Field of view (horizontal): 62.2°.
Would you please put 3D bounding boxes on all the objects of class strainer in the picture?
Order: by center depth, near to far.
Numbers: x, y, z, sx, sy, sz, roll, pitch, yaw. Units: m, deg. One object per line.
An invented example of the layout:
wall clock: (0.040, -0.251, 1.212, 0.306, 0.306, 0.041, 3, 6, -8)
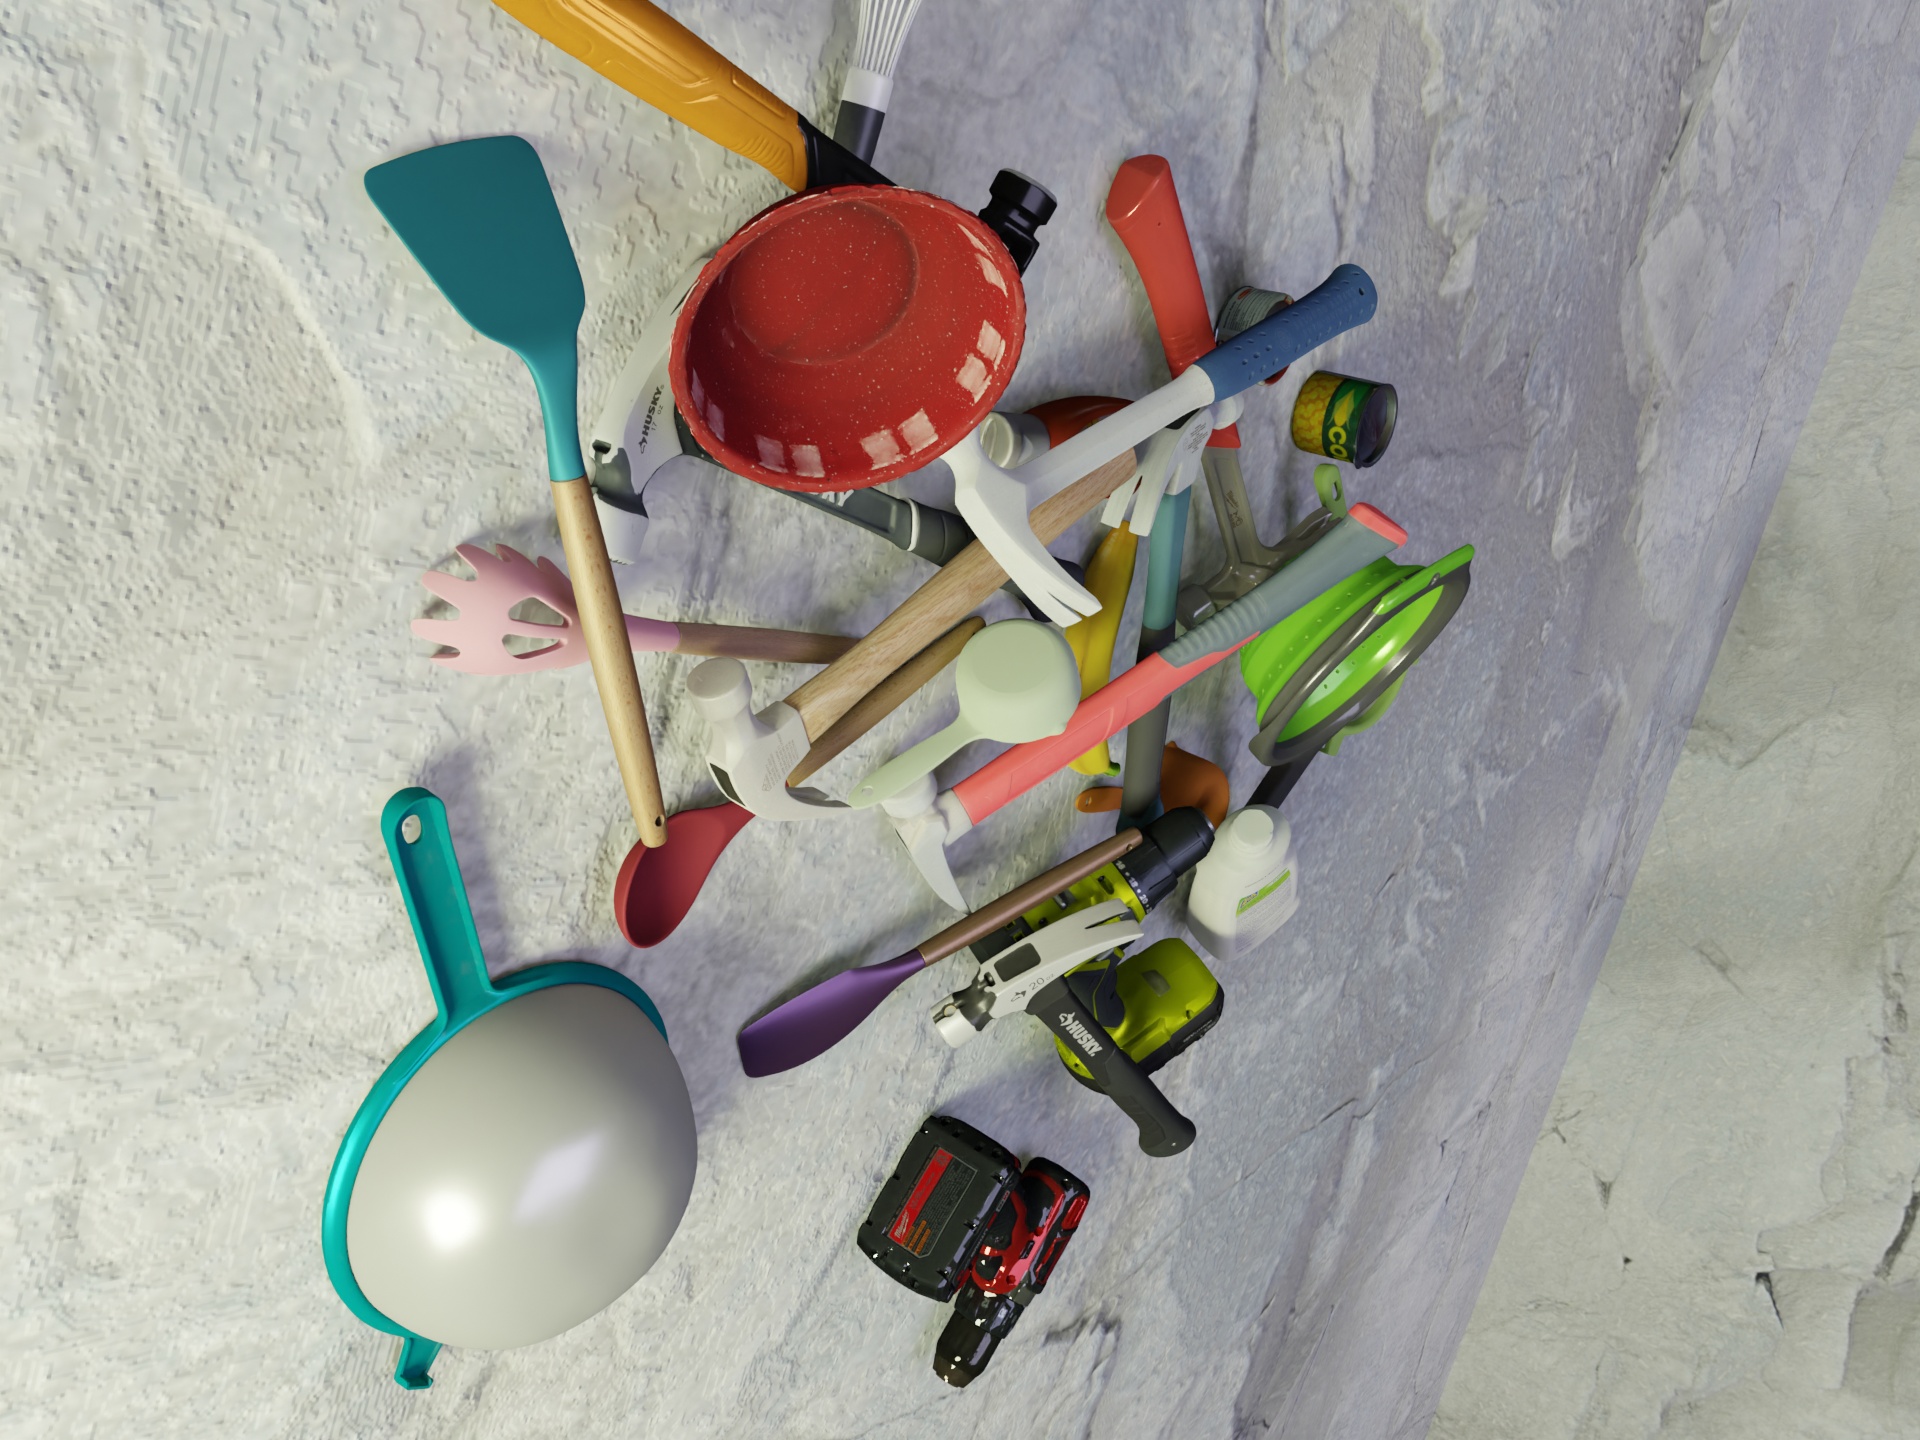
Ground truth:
strainer: (-0.208, 0.185, 0.774, 0.211, 0.095, 0.340, -35, 135, -38)
strainer: (0.307, -0.107, 1.331, 0.151, 0.069, 0.256, -43, 130, -27)

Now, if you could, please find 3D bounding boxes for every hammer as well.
hammer: (-0.093, -0.254, 0.699, 0.336, 0.034, 0.127, 21, 103, -47)
hammer: (-0.041, -0.119, 0.882, 0.408, 0.036, 0.149, 14, 96, -56)
hammer: (-0.011, -0.064, 0.892, 0.331, 0.031, 0.129, -42, 140, -27)
hammer: (0.142, -0.194, 0.963, 0.405, 0.035, 0.144, -35, 97, -38)
hammer: (0.129, -0.017, 1.038, 0.386, 0.038, 0.143, -33, 138, -7)
hammer: (0.174, -0.222, 1.082, 0.149, 0.037, 0.358, -35, 135, -9)
hammer: (0.135, -0.057, 1.086, 0.128, 0.033, 0.330, -37, 139, -44)
hammer: (0.109, 0.243, 1.154, 0.146, 0.035, 0.334, -35, 137, 2)

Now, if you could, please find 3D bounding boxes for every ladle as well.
ladle: (-0.085, 0.020, 0.908, 0.315, 0.031, 0.069, -40, 142, -36)

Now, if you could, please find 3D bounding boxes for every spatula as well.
spatula: (-0.170, -0.083, 0.688, 0.082, 0.044, 0.317, -37, 129, -43)
spatula: (-0.005, 0.144, 1.036, 0.316, 0.018, 0.059, -27, 132, -25)

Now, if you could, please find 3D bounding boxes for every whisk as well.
whisk: (-0.035, -0.332, 0.755, 0.070, 0.070, 0.284, -6, 118, -52)

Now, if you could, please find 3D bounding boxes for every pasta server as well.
pasta server: (-0.135, -0.043, 0.808, 0.316, 0.040, 0.060, 1, 108, -58)

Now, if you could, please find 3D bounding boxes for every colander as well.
colander: (0.255, -0.021, 1.251, 0.204, 0.095, 0.396, -29, 157, -29)

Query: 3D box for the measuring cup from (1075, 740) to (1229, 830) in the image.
measuring cup: (0.151, 0.068, 1.223, 0.173, 0.052, 0.095, 3, 107, -56)

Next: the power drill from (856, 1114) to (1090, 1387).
power drill: (0.008, 0.407, 1.207, 0.188, 0.080, 0.226, -58, 147, -12)

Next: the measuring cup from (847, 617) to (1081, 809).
measuring cup: (-0.002, -0.003, 0.955, 0.167, 0.083, 0.038, -34, 148, -16)

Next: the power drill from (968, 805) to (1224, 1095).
power drill: (0.122, 0.171, 1.182, 0.190, 0.080, 0.228, -35, 140, -6)
